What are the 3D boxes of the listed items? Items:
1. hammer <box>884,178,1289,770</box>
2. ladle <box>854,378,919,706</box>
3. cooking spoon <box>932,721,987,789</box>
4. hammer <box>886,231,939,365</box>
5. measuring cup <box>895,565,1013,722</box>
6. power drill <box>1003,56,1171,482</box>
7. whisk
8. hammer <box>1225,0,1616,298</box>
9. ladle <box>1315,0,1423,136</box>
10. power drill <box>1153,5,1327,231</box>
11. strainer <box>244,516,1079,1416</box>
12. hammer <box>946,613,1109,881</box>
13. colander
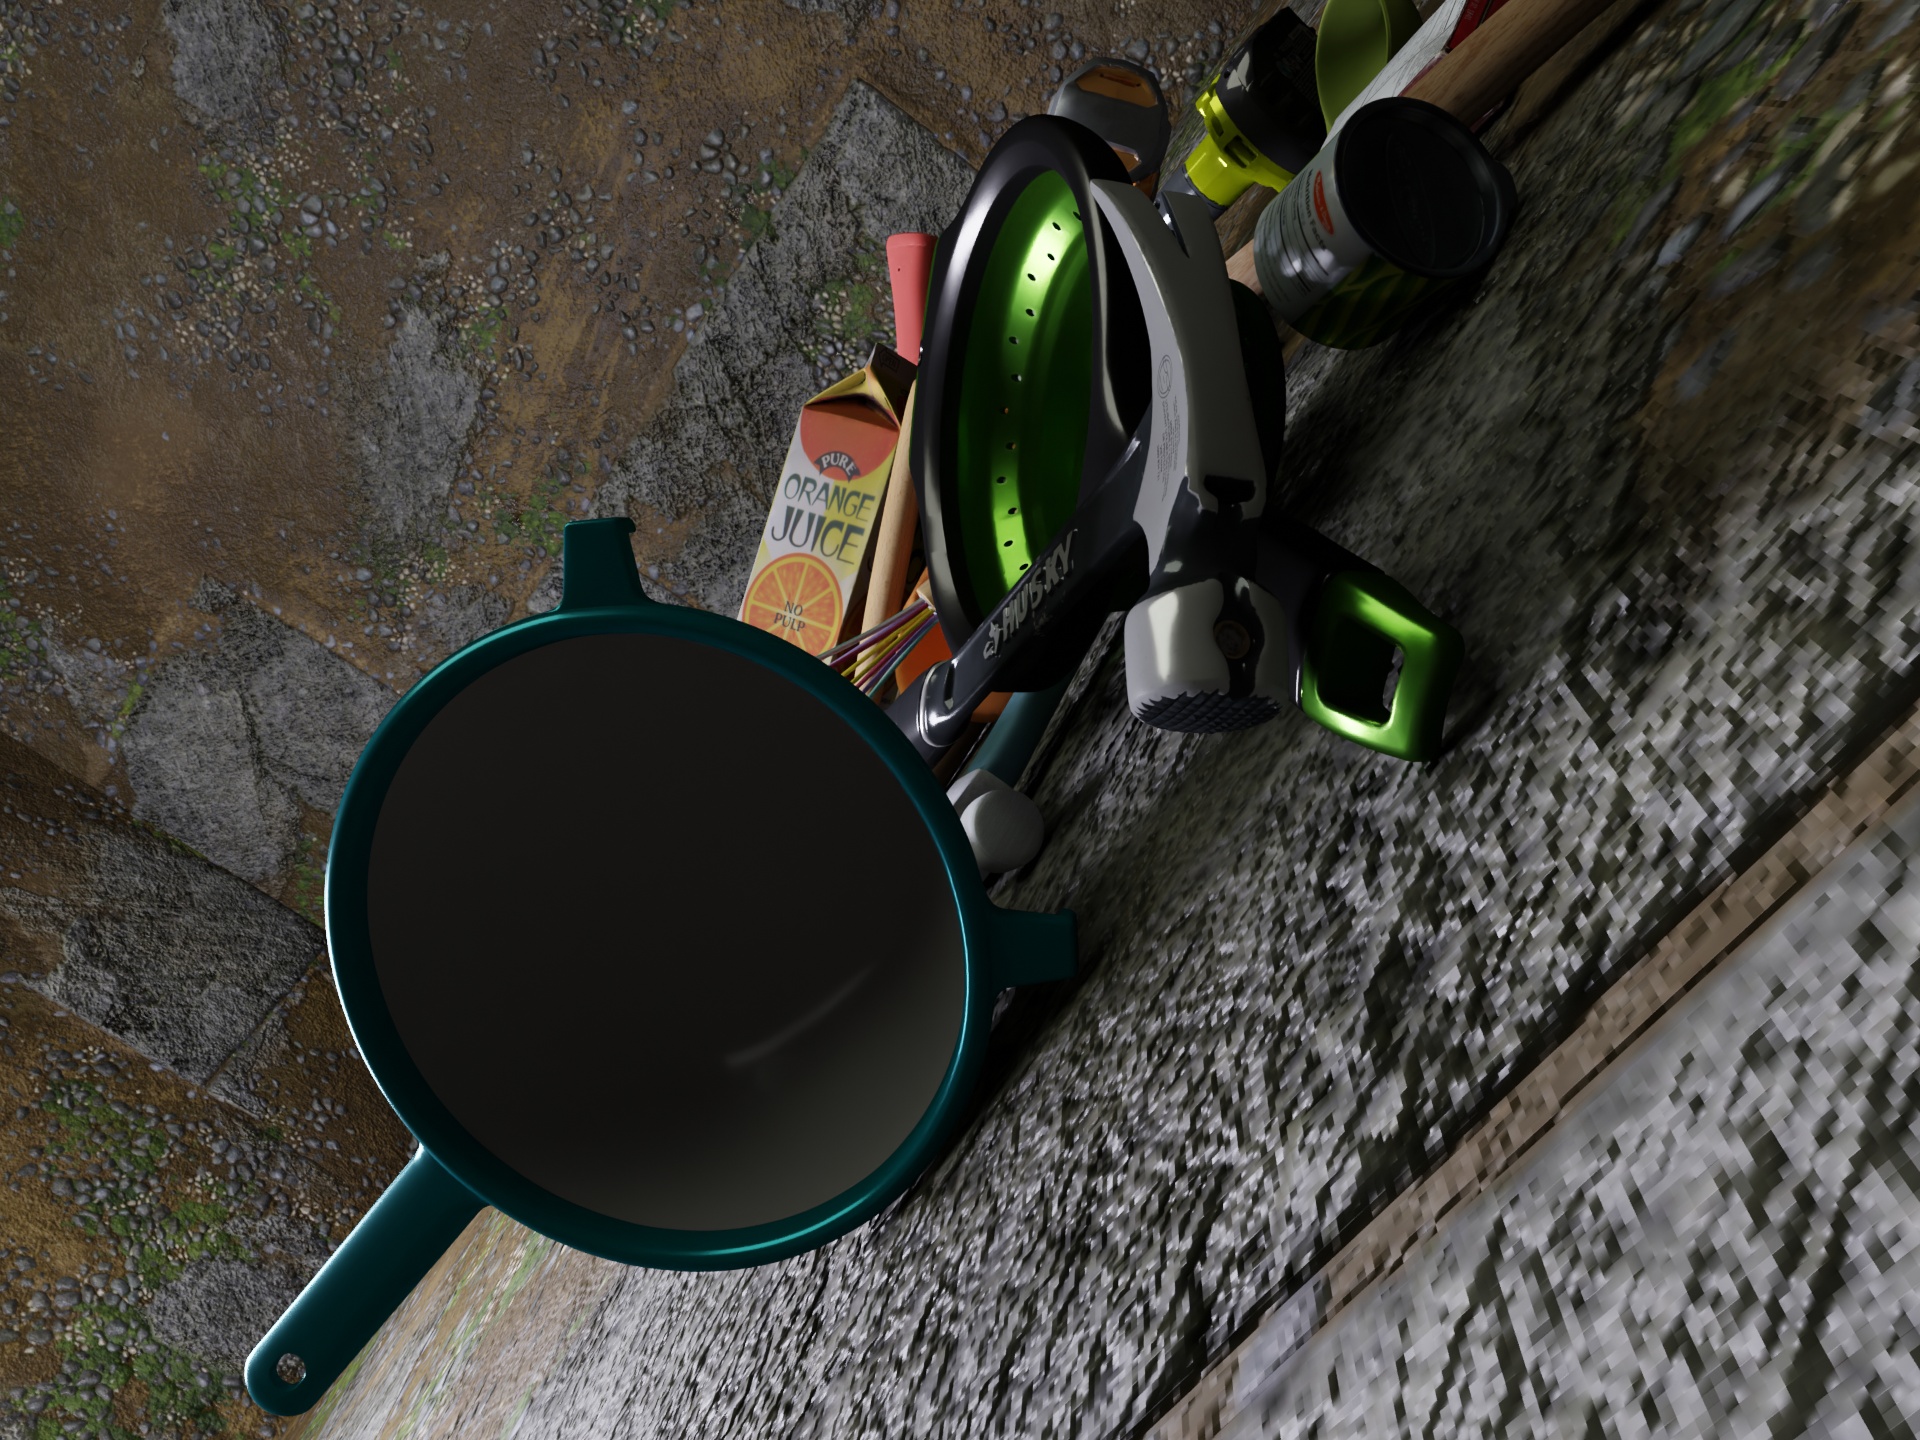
[{"bbox_3d":[-0.001,-0.017,0.541,0.409,0.036,0.149,135,136,-66],"label":"hammer"},{"bbox_3d":[-0.047,-0.027,0.833,0.069,0.031,0.315,-53,-21,-59],"label":"ladle"},{"bbox_3d":[-0.055,0.090,0.815,0.319,0.017,0.069,-56,18,-2],"label":"cooking spoon"},{"bbox_3d":[-0.025,-0.158,0.993,0.149,0.036,0.359,-45,42,50],"label":"hammer"},{"bbox_3d":[-0.001,-0.002,0.775,0.095,0.052,0.173,17,90,64],"label":"measuring cup"},{"bbox_3d":[0.051,-0.207,0.836,0.185,0.084,0.226,-46,-28,-86],"label":"power drill"},{"bbox_3d":[-0.031,-0.038,0.713,0.245,0.051,0.047,-40,-15,-3],"label":"whisk"},{"bbox_3d":[0.165,-0.219,0.619,0.331,0.031,0.130,-35,22,49],"label":"hammer"},{"bbox_3d":[0.147,-0.245,0.846,0.320,0.062,0.078,-58,20,3],"label":"ladle"},{"bbox_3d":[0.144,-0.329,1.004,0.228,0.080,0.191,-40,11,41],"label":"power drill"},{"bbox_3d":[-0.126,0.106,0.534,0.340,0.211,0.095,-49,0,18],"label":"strainer"},{"bbox_3d":[0.064,-0.063,0.696,0.331,0.033,0.128,-60,11,-25],"label":"hammer"},{"bbox_3d":[0.078,-0.080,0.519,0.397,0.094,0.204,-125,40,-62],"label":"colander"}]
